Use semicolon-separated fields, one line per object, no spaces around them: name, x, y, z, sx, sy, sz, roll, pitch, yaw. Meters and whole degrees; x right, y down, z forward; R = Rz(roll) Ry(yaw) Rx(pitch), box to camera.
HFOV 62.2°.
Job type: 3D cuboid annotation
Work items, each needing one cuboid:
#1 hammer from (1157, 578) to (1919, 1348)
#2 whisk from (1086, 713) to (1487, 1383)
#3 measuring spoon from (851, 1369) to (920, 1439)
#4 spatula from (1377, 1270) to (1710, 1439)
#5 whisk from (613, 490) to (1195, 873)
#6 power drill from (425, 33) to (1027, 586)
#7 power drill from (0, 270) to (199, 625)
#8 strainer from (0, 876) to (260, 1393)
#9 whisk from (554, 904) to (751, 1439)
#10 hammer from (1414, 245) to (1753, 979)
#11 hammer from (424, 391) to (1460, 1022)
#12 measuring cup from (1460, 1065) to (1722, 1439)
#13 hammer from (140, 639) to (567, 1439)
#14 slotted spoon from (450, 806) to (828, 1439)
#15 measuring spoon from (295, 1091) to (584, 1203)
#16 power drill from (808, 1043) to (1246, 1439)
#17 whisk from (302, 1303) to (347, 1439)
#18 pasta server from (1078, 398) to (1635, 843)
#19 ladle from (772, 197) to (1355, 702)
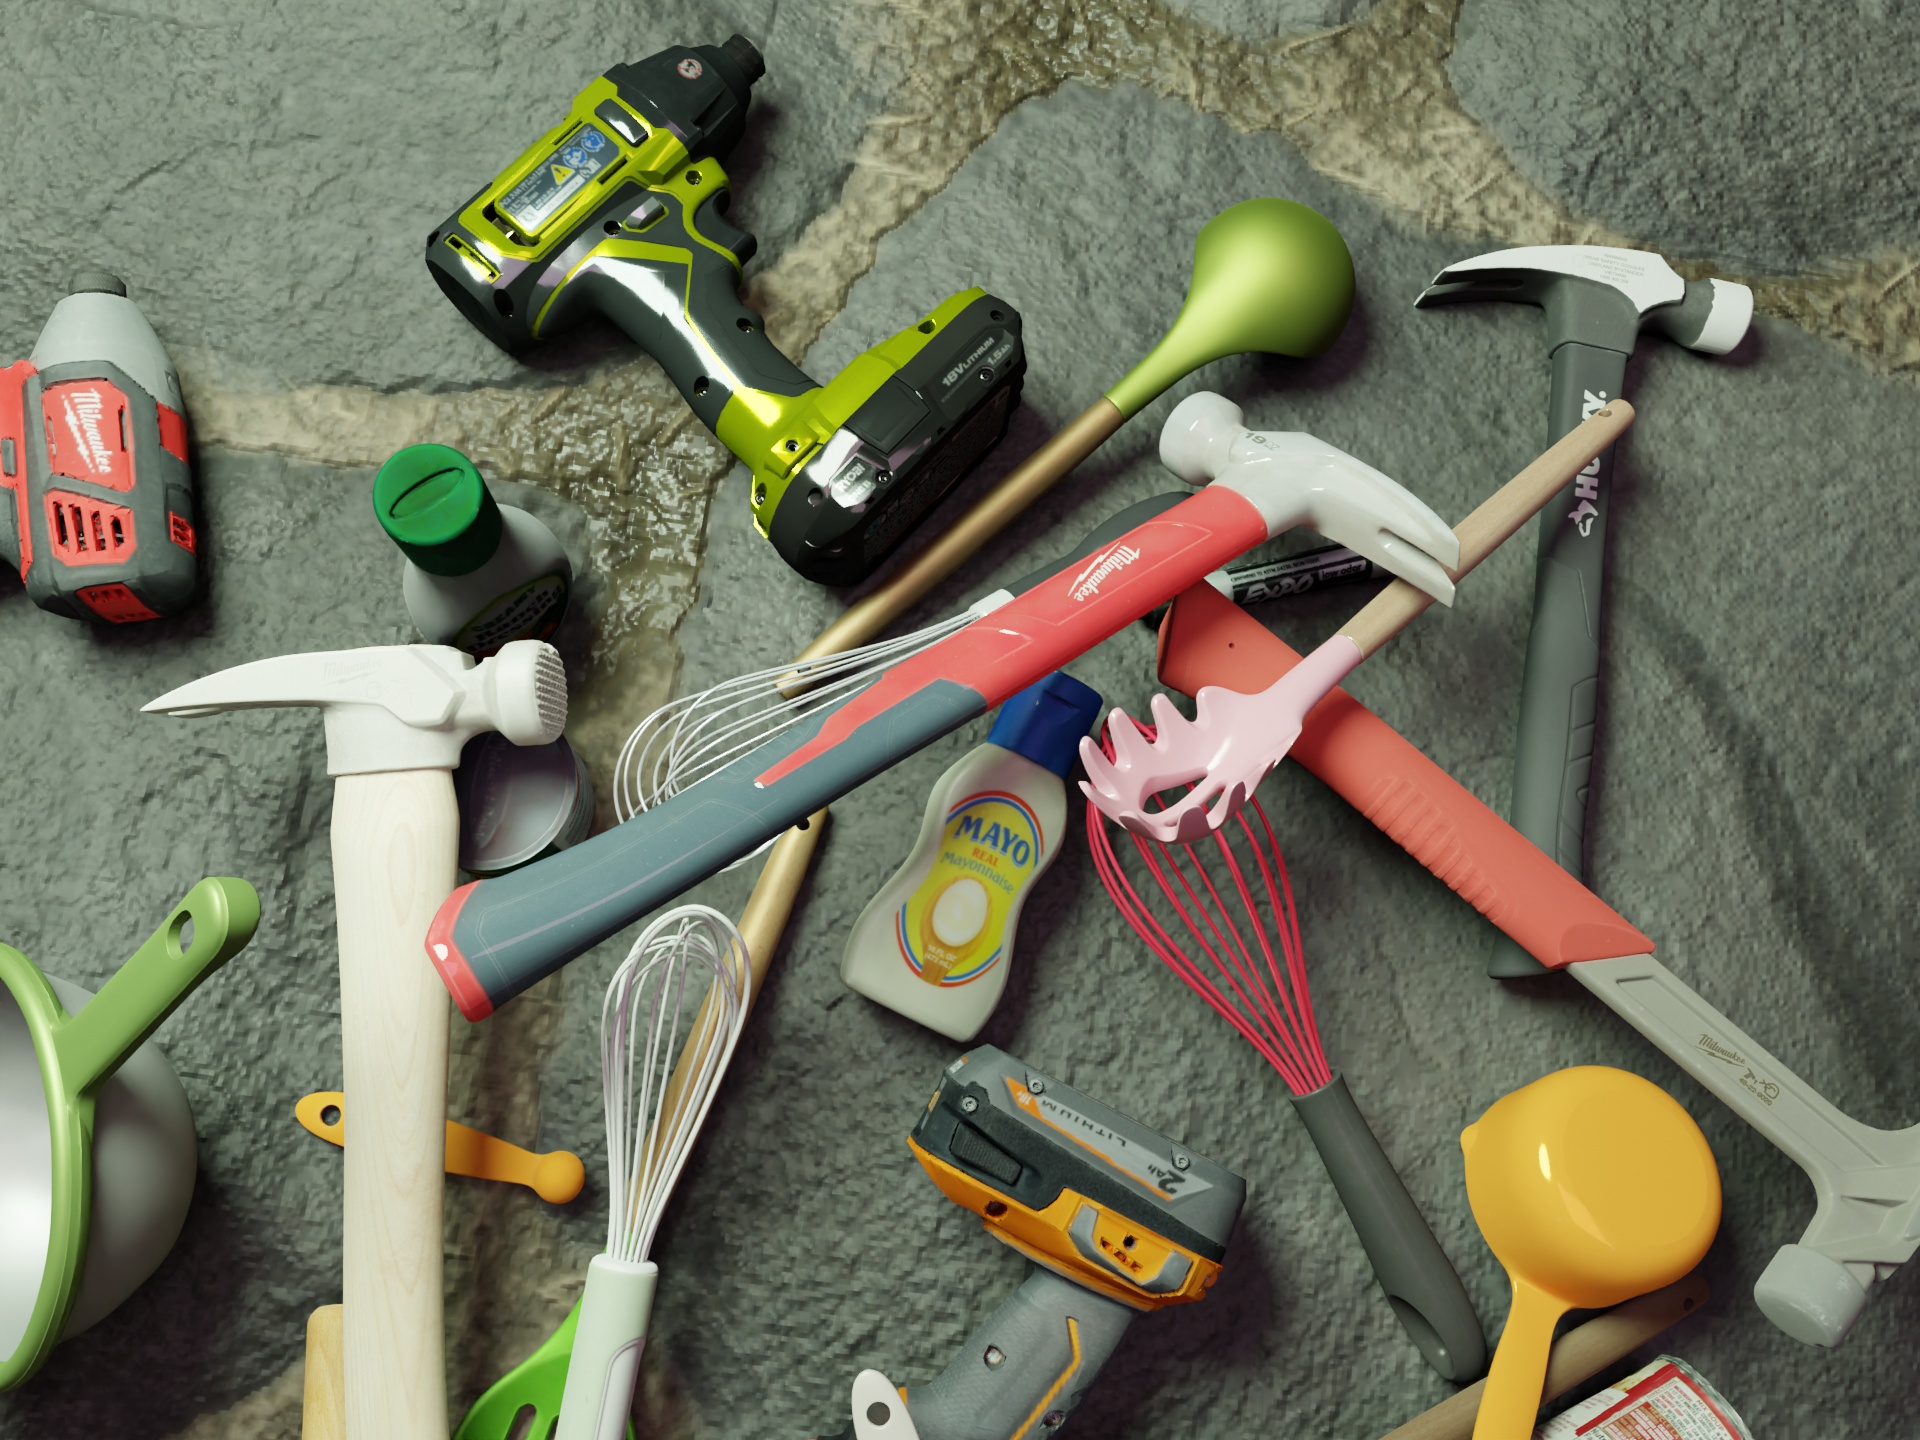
hammer;0.226;0.061;0.623;0.359;0.036;0.149;41;68;12
whisk;0.131;0.127;0.631;0.073;0.073;0.296;-28;87;-10
measuring spoon;-0.012;0.280;0.532;0.034;0.018;0.124;-19;85;-2
spatula;0.159;0.271;0.587;0.316;0.018;0.060;-17;95;-22
whisk;-0.010;-0.024;0.648;0.284;0.070;0.070;-30;82;-19
power drill;-0.086;-0.179;0.669;0.223;0.080;0.171;42;78;7
power drill;-0.419;-0.101;0.623;0.219;0.078;0.143;-8;79;-10
strainer;-0.282;0.123;0.540;0.256;0.069;0.152;-39;64;29
whisk;-0.118;0.188;0.574;0.059;0.057;0.246;4;78;28
hammer;0.259;-0.053;0.692;0.146;0.035;0.335;11;77;-3
hammer;-0.001;-0.002;0.565;0.386;0.038;0.143;-31;47;-21
measuring cup;0.230;0.209;0.597;0.095;0.052;0.174;29;57;4
hammer;-0.206;0.179;0.555;0.146;0.038;0.411;-4;84;4
slotted spoon;-0.114;0.173;0.614;0.070;0.031;0.314;21;75;0
measuring spoon;-0.201;0.163;0.610;0.117;0.011;0.021;14;75;4
power drill;-0.009;0.238;0.583;0.164;0.084;0.226;27;81;1
whisk;-0.228;0.336;0.560;0.047;0.051;0.245;-4;75;0
pasta server;0.169;-0.048;0.624;0.316;0.040;0.060;-38;47;-22
ladle;0.045;-0.114;0.689;0.320;0.062;0.078;-41;86;-5
